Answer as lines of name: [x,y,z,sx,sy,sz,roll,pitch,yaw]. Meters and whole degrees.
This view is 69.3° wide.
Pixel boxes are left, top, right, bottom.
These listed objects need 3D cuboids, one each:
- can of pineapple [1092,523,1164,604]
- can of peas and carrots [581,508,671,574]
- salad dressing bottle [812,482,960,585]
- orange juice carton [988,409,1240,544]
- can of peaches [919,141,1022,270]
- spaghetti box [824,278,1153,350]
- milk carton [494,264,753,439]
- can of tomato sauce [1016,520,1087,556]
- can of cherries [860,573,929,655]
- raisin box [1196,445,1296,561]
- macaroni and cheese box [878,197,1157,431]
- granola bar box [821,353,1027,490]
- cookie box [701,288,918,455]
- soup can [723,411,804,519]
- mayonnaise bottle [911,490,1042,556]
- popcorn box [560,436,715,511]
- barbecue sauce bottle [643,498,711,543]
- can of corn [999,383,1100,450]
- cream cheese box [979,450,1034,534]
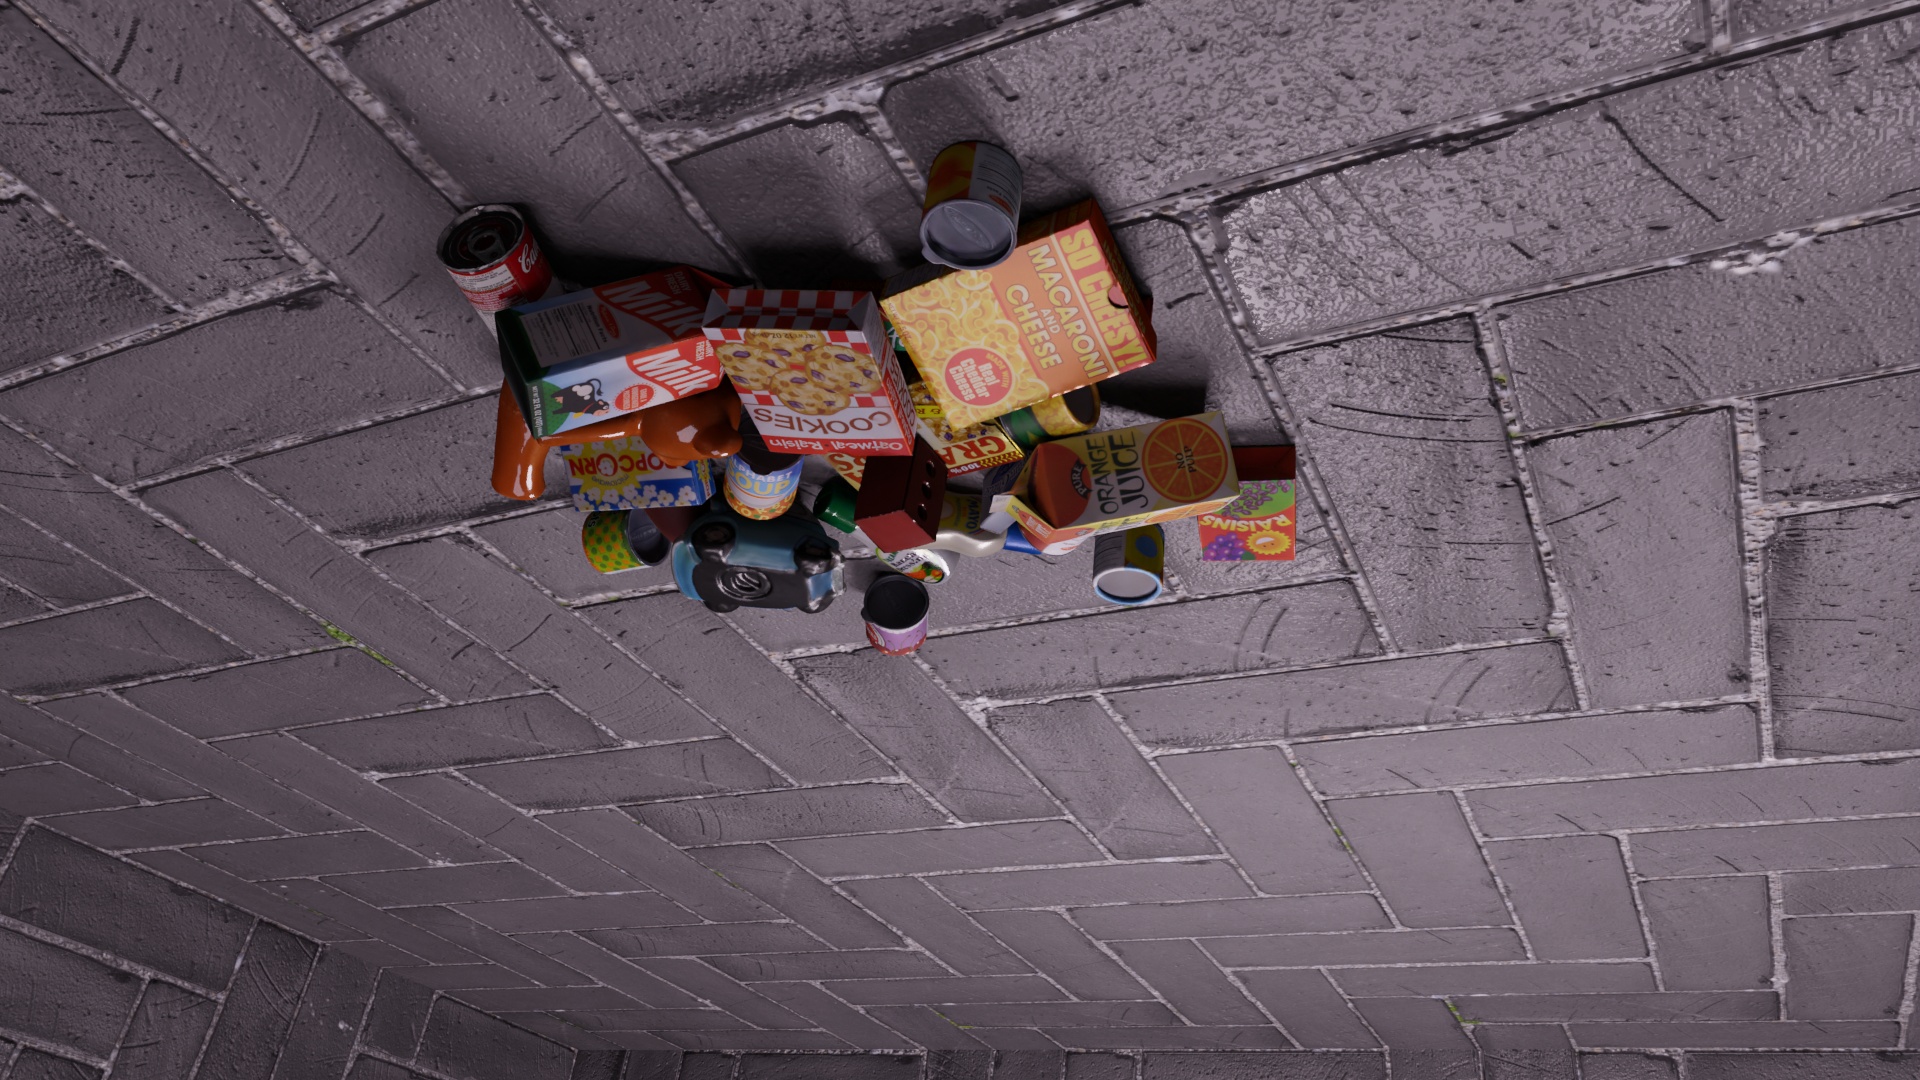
can of pineapple: [0.158,0.020,1.291,0.071,0.058,0.070,5,147,4]
can of peas and carrots: [-0.325,-0.005,1.349,0.058,0.071,0.070,-10,143,26]
salad dressing bottle: [-0.070,-0.007,1.311,0.147,0.044,0.064,29,143,-28]
orange juice carton: [0.118,-0.046,1.116,0.193,0.073,0.071,-11,172,-5]
can of peaches: [0.006,-0.227,0.948,0.071,0.058,0.071,5,147,4]
spaghetti box: [0.020,-0.167,1.063,0.250,0.029,0.050,4,146,6]
milk carton: [-0.248,-0.150,1.063,0.191,0.073,0.072,-20,154,-22]
can of tomato sauce: [0.096,-0.035,1.216,0.071,0.071,0.082,22,144,-20]
can of cherries: [-0.068,0.077,1.415,0.071,0.072,0.058,7,148,2]
raisin box: [0.249,-0.031,1.213,0.086,0.040,0.122,-2,144,13]
macaroni and cheese box: [0.043,-0.160,1.010,0.166,0.040,0.123,-17,123,22]
granola bar box: [-0.043,-0.098,1.171,0.165,0.039,0.124,-13,142,29]
cookie box: [-0.110,-0.124,1.061,0.123,0.040,0.166,3,152,13]
soup can: [-0.173,-0.064,1.220,0.071,0.072,0.083,13,147,-7]
mayonnaise bottle: [0.005,-0.016,1.269,0.148,0.065,0.041,9,149,-9]
popcorn box: [-0.286,-0.073,1.225,0.126,0.038,0.085,-3,108,16]
barbecue sauce bottle: [-0.265,-0.026,1.324,0.065,0.044,0.147,4,147,12]
can of corn: [0.072,-0.110,1.105,0.058,0.071,0.071,-19,138,34]
cream cheese box: [0.052,-0.052,1.208,0.024,0.053,0.103,18,146,-23]
